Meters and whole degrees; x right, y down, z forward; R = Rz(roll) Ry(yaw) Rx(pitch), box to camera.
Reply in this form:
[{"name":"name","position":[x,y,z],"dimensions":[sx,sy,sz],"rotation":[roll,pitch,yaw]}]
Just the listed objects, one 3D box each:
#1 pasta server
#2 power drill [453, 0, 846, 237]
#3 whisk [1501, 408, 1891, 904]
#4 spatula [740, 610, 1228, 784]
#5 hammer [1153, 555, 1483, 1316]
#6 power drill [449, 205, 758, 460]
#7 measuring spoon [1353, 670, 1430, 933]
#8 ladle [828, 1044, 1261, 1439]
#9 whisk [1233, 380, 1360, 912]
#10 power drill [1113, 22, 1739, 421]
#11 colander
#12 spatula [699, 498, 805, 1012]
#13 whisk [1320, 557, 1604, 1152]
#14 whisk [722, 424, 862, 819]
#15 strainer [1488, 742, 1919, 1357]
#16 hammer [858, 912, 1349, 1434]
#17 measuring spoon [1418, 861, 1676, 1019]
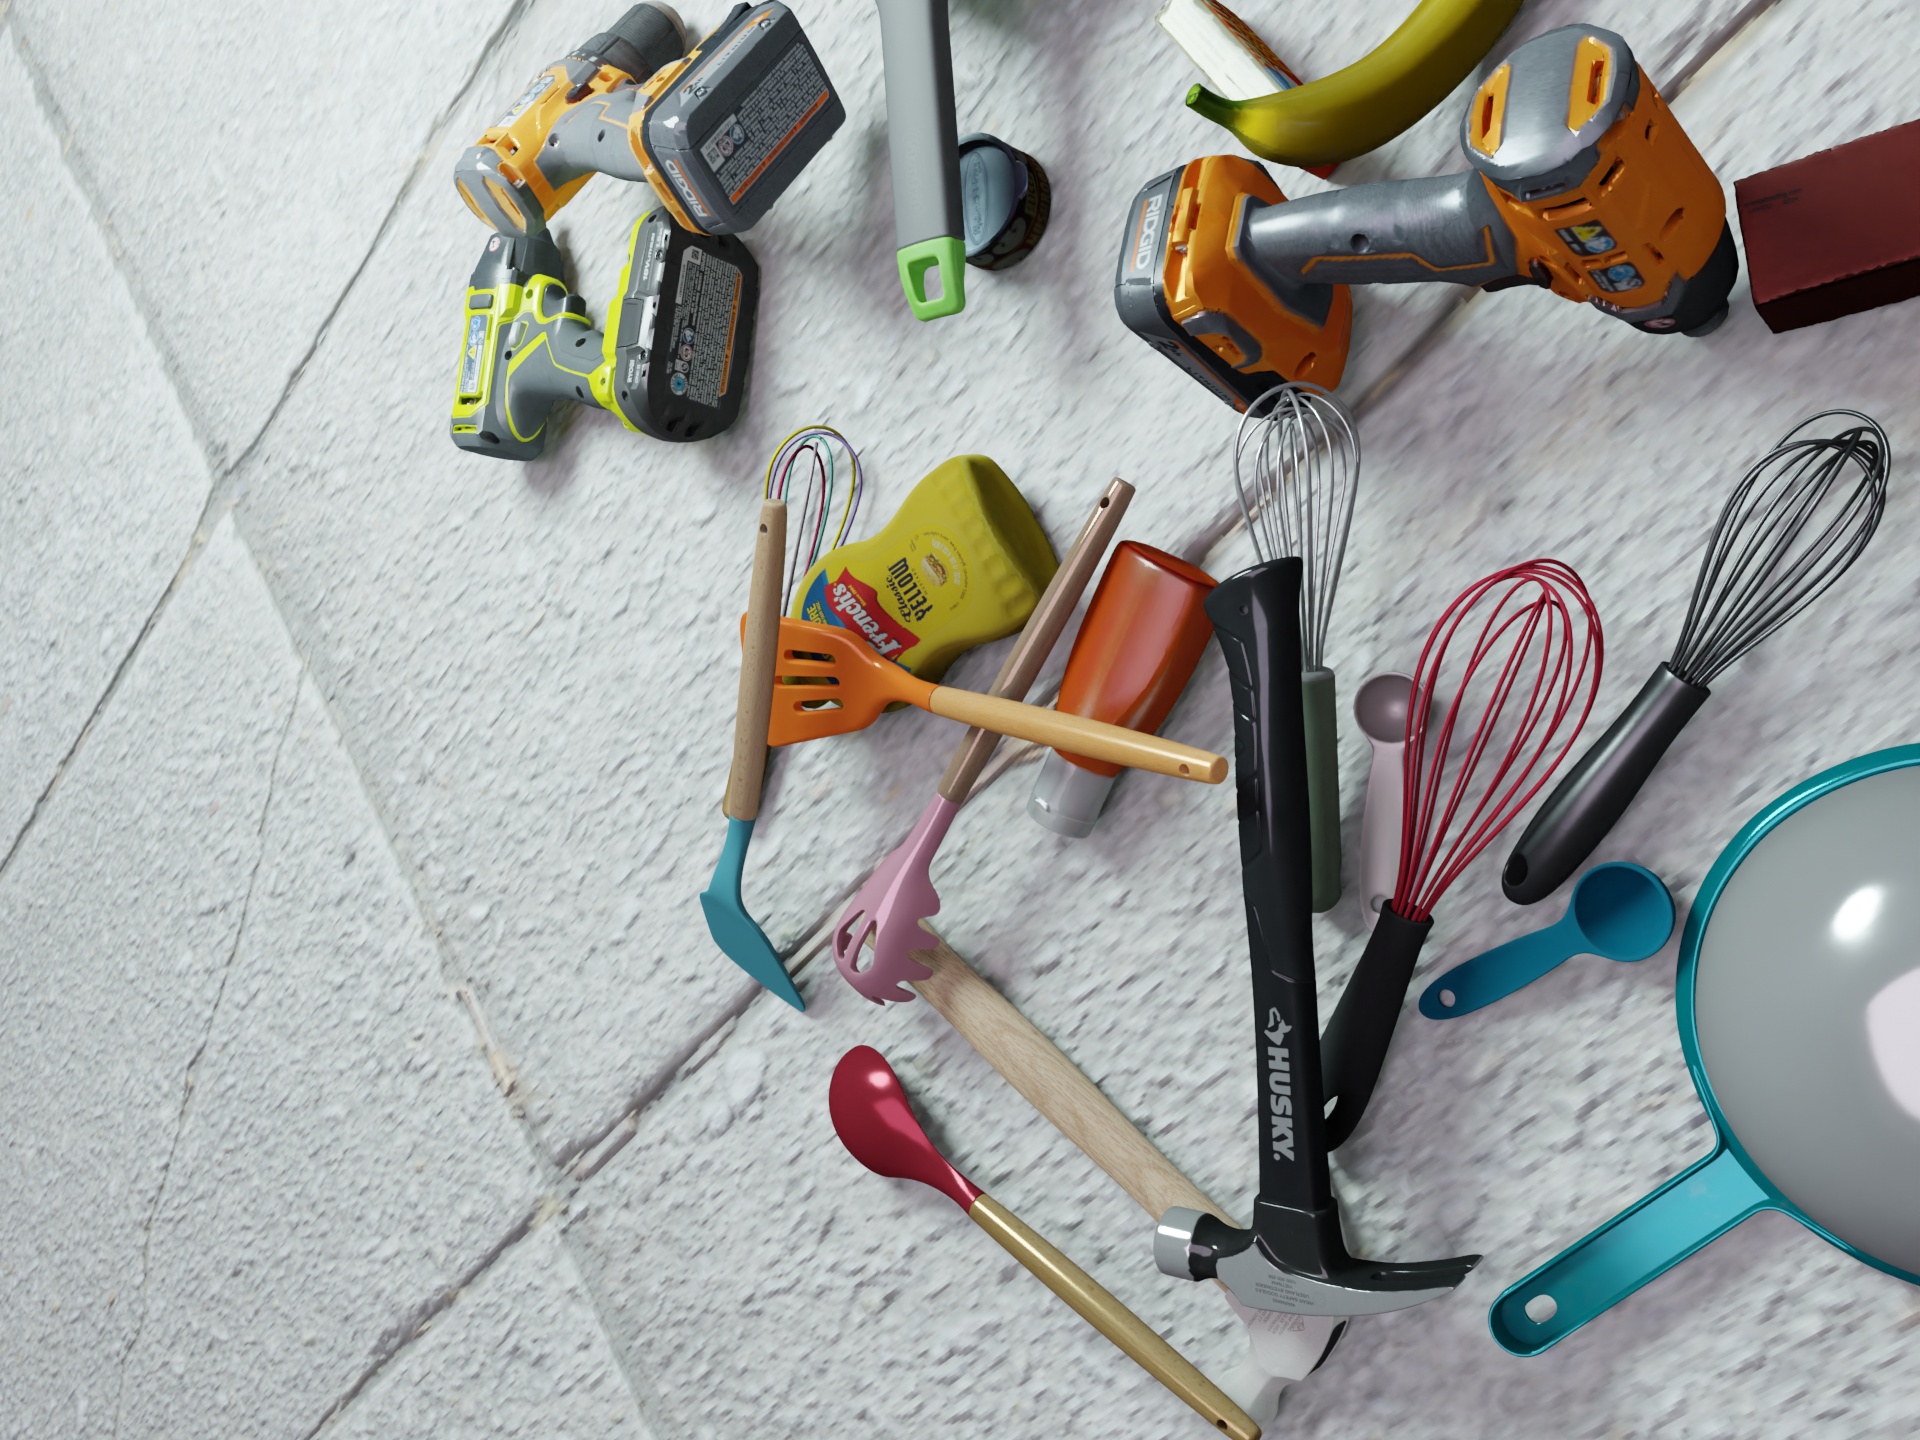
[{"name":"pasta server","position":[0.011,0.017,0.826],"dimensions":[0.060,0.040,0.316],"rotation":[38,108,31]},{"name":"power drill","position":[-0.173,-0.360,0.928],"dimensions":[0.226,0.084,0.185],"rotation":[14,61,40]},{"name":"whisk","position":[0.292,-0.018,0.648],"dimensions":[0.055,0.055,0.239],"rotation":[43,118,28]},{"name":"spatula","position":[-0.001,-0.003,0.785],"dimensions":[0.323,0.041,0.081],"rotation":[14,119,48]},{"name":"hammer","position":[0.145,0.097,0.694],"dimensions":[0.146,0.035,0.335],"rotation":[0,97,38]},{"name":"power drill","position":[-0.237,-0.255,1.017],"dimensions":[0.223,0.080,0.171],"rotation":[8,90,39]},{"name":"measuring spoon","position":[0.198,0.038,0.736],"dimensions":[0.034,0.018,0.124],"rotation":[5,99,22]},{"name":"ladle","position":[0.028,0.267,0.824],"dimensions":[0.316,0.031,0.069],"rotation":[30,118,38]},{"name":"whisk","position":[0.156,-0.029,0.722],"dimensions":[0.058,0.059,0.246],"rotation":[-128,32,-74]},{"name":"power drill","position":[0.197,-0.190,0.663],"dimensions":[0.226,0.164,0.084],"rotation":[-2,71,46]},{"name":"colander","position":[-0.006,-0.406,0.840],"dimensions":[0.204,0.094,0.397],"rotation":[-4,91,37]},{"name":"spatula","position":[-0.112,0.026,0.888],"dimensions":[0.082,0.044,0.317],"rotation":[29,122,35]},{"name":"whisk","position":[0.204,0.067,0.701],"dimensions":[0.073,0.073,0.295],"rotation":[29,113,33]},{"name":"whisk","position":[-0.110,-0.055,0.943],"dimensions":[0.051,0.047,0.245],"rotation":[25,107,36]},{"name":"strainer","position":[0.320,0.154,0.593],"dimensions":[0.340,0.095,0.211],"rotation":[-47,64,25]},{"name":"hammer","position":[0.062,0.199,0.820],"dimensions":[0.332,0.031,0.130],"rotation":[41,112,30]},{"name":"measuring spoon","position":[0.255,0.100,0.694],"dimensions":[0.128,0.021,0.042],"rotation":[-40,68,39]}]
